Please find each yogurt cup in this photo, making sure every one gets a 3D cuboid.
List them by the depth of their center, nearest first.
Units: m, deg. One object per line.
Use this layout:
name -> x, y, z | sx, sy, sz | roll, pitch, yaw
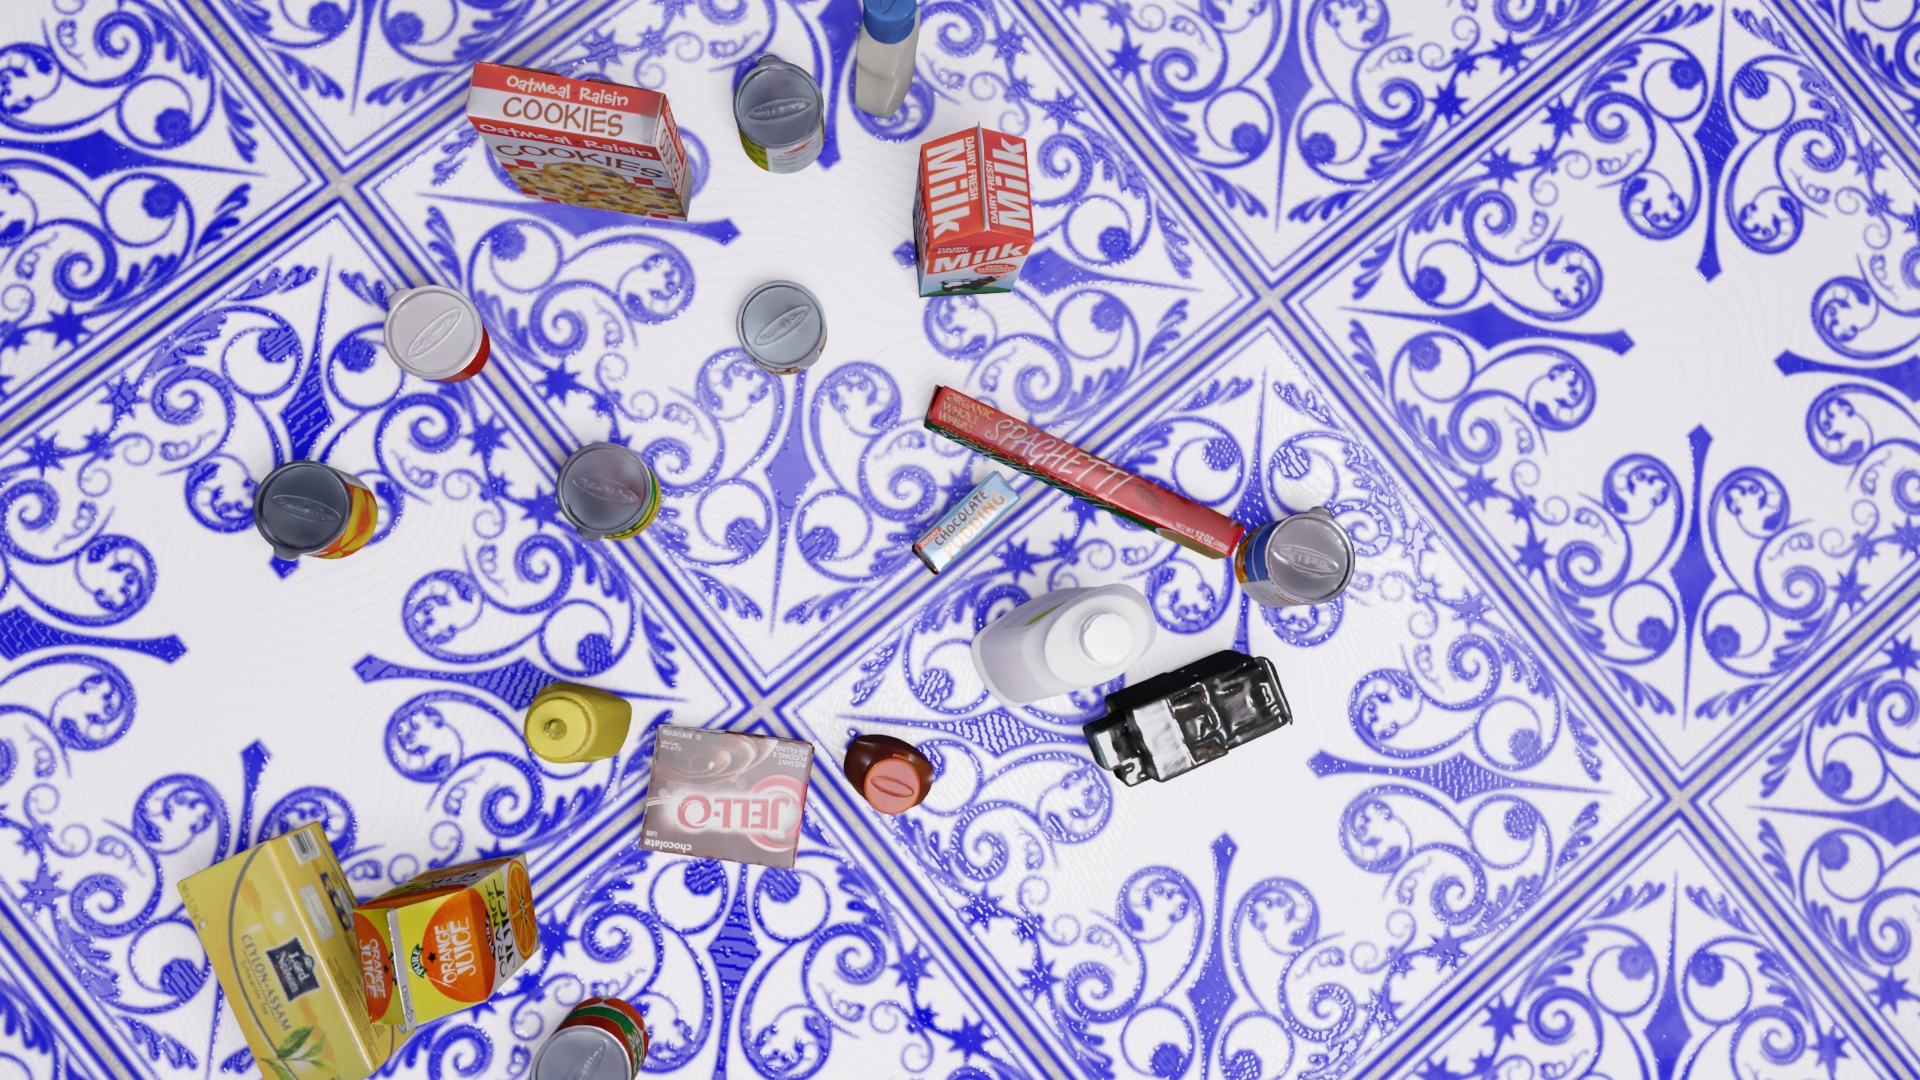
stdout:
yogurt cup -> -0.374, -0.145, 1.003 | 0.072, 0.054, 0.072 | 0, 85, -4

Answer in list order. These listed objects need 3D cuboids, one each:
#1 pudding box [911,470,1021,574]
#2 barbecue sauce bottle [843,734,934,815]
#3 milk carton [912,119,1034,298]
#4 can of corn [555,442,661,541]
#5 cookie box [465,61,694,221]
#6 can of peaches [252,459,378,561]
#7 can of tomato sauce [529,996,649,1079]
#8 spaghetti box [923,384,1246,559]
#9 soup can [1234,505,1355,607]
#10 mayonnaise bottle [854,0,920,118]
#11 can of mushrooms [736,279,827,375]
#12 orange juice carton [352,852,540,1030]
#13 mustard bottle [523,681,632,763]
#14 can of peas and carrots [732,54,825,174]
pudding box -> 0.004, -0.013, 1.024 | 0.084, 0.049, 0.030 | -42, 90, -6
barbecue sauce bottle -> -0.049, 0.161, 0.955 | 0.065, 0.148, 0.043 | 20, 85, -3
milk carton -> 0.008, -0.227, 0.972 | 0.073, 0.190, 0.072 | -4, 86, -5
can of corn -> -0.253, -0.032, 1.001 | 0.071, 0.058, 0.071 | 0, 85, -4
cookie box -> -0.258, -0.274, 0.967 | 0.123, 0.167, 0.040 | 8, 85, -4
can of peaches -> -0.456, -0.018, 0.984 | 0.071, 0.058, 0.071 | 0, 85, -4
can of tomato sauce -> -0.251, 0.357, 0.955 | 0.071, 0.083, 0.071 | 0, 85, -4
spaghetti box -> 0.089, -0.049, 1.033 | 0.250, 0.050, 0.029 | 24, 84, -2
soup can -> 0.245, 0.013, 1.023 | 0.071, 0.083, 0.071 | 0, 85, -4
mayonnaise bottle -> -0.053, -0.359, 1.000 | 0.041, 0.148, 0.065 | 21, 84, -2
can of mushrooms -> -0.131, -0.156, 1.034 | 0.071, 0.033, 0.071 | 0, 85, -4
orange juice carton -> -0.335, 0.258, 0.902 | 0.073, 0.192, 0.072 | -10, 87, -5
mustard bottle -> -0.263, 0.124, 0.935 | 0.065, 0.160, 0.049 | 16, 85, -3
can of peas and carrots -> -0.135, -0.316, 1.035 | 0.071, 0.058, 0.071 | 0, 85, -4
